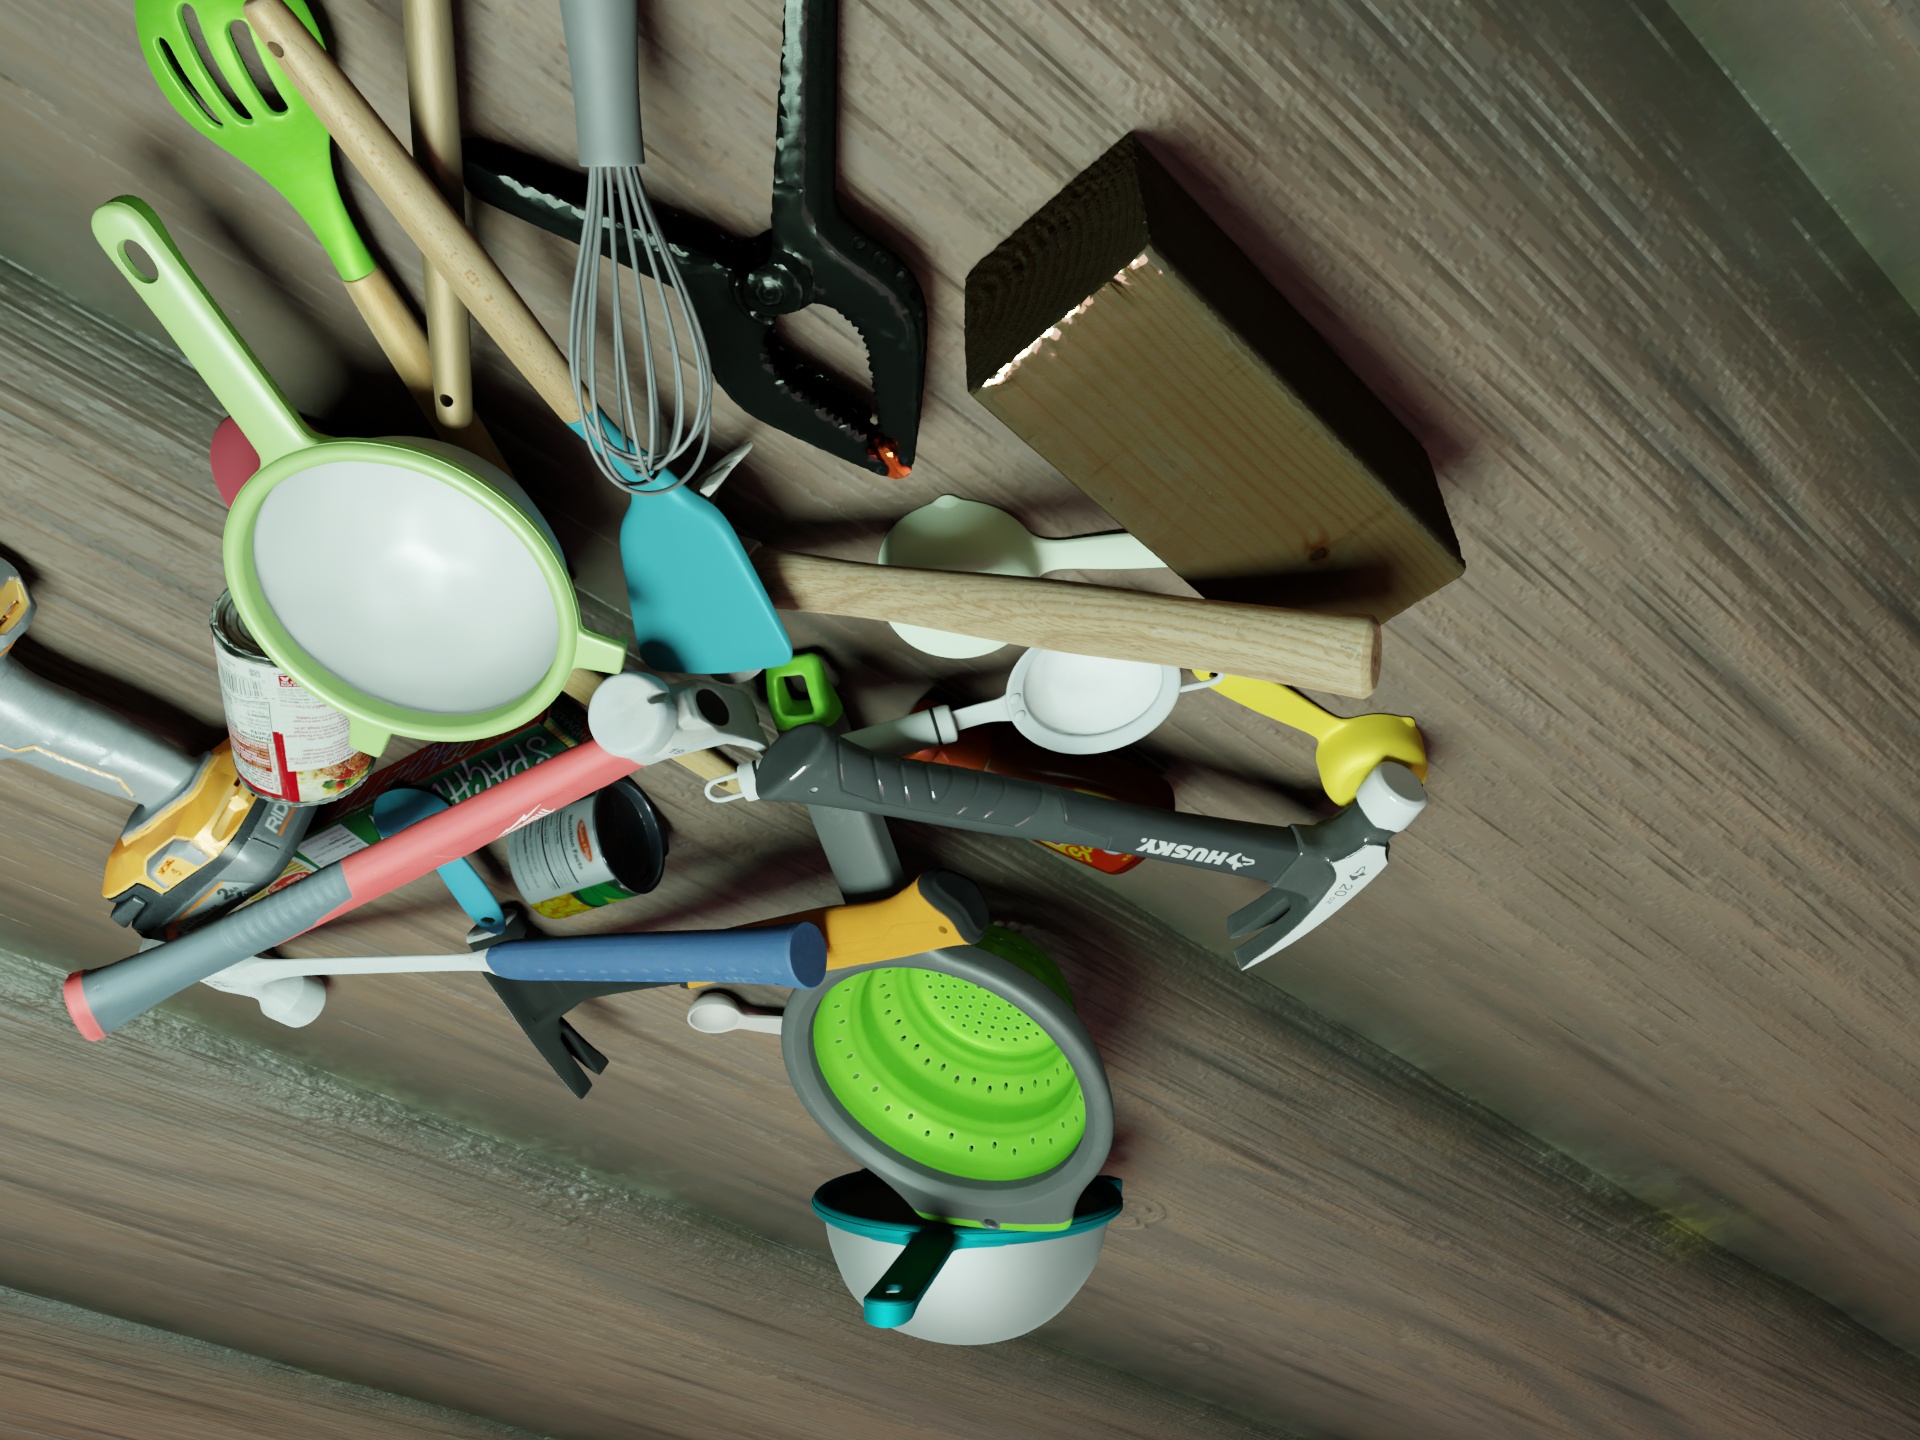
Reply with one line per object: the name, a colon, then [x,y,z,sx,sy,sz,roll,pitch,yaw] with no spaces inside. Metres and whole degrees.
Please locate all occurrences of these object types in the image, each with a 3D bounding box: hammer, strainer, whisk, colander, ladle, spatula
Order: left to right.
strainer: [-0.254,-0.107,0.663,0.151,0.069,0.256,-17,122,20]
hammer: [-0.279,0.073,0.795,0.386,0.038,0.143,-25,169,14]
hammer: [-0.267,0.132,0.878,0.405,0.035,0.143,-5,151,22]
ladle: [-0.222,-0.042,0.780,0.069,0.031,0.315,-32,129,27]
spatula: [-0.164,-0.131,0.614,0.082,0.044,0.317,-1,144,28]
whisk: [-0.119,-0.197,0.556,0.055,0.055,0.238,-1,112,1]
hammer: [-0.128,0.138,0.890,0.337,0.034,0.127,-15,114,31]
colander: [-0.019,0.119,0.912,0.204,0.094,0.396,-4,120,26]
strainer: [-0.008,0.361,1.014,0.211,0.095,0.340,-1,177,11]
strainer: [-0.001,-0.002,0.779,0.258,0.050,0.086,-16,132,-2]
hammer: [0.011,-0.051,0.679,0.331,0.031,0.129,9,140,24]
hammer: [0.060,0.054,0.797,0.334,0.035,0.146,11,133,-22]

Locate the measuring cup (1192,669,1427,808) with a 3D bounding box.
measuring cup: [0.180,0.007,0.825,0.156,0.029,0.062,25,131,-27]

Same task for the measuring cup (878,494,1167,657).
measuring cup: [0.044,-0.066,0.743,0.167,0.038,0.083,-4,136,7]

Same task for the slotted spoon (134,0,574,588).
slotted spoon: [-0.231,-0.163,0.652,0.070,0.031,0.313,-7,138,14]

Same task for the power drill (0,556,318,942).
power drill: [-0.472,0.022,0.811,0.185,0.084,0.226,-28,126,29]

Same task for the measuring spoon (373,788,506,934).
measuring spoon: [-0.281,0.086,0.871,0.042,0.021,0.128,-9,136,9]

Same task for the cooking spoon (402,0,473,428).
cooking spoon: [-0.184,-0.244,0.549,0.068,0.017,0.318,9,128,-1]

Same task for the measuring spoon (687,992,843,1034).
measuring spoon: [-0.117,0.193,1.037,0.124,0.018,0.034,11,136,-20]
